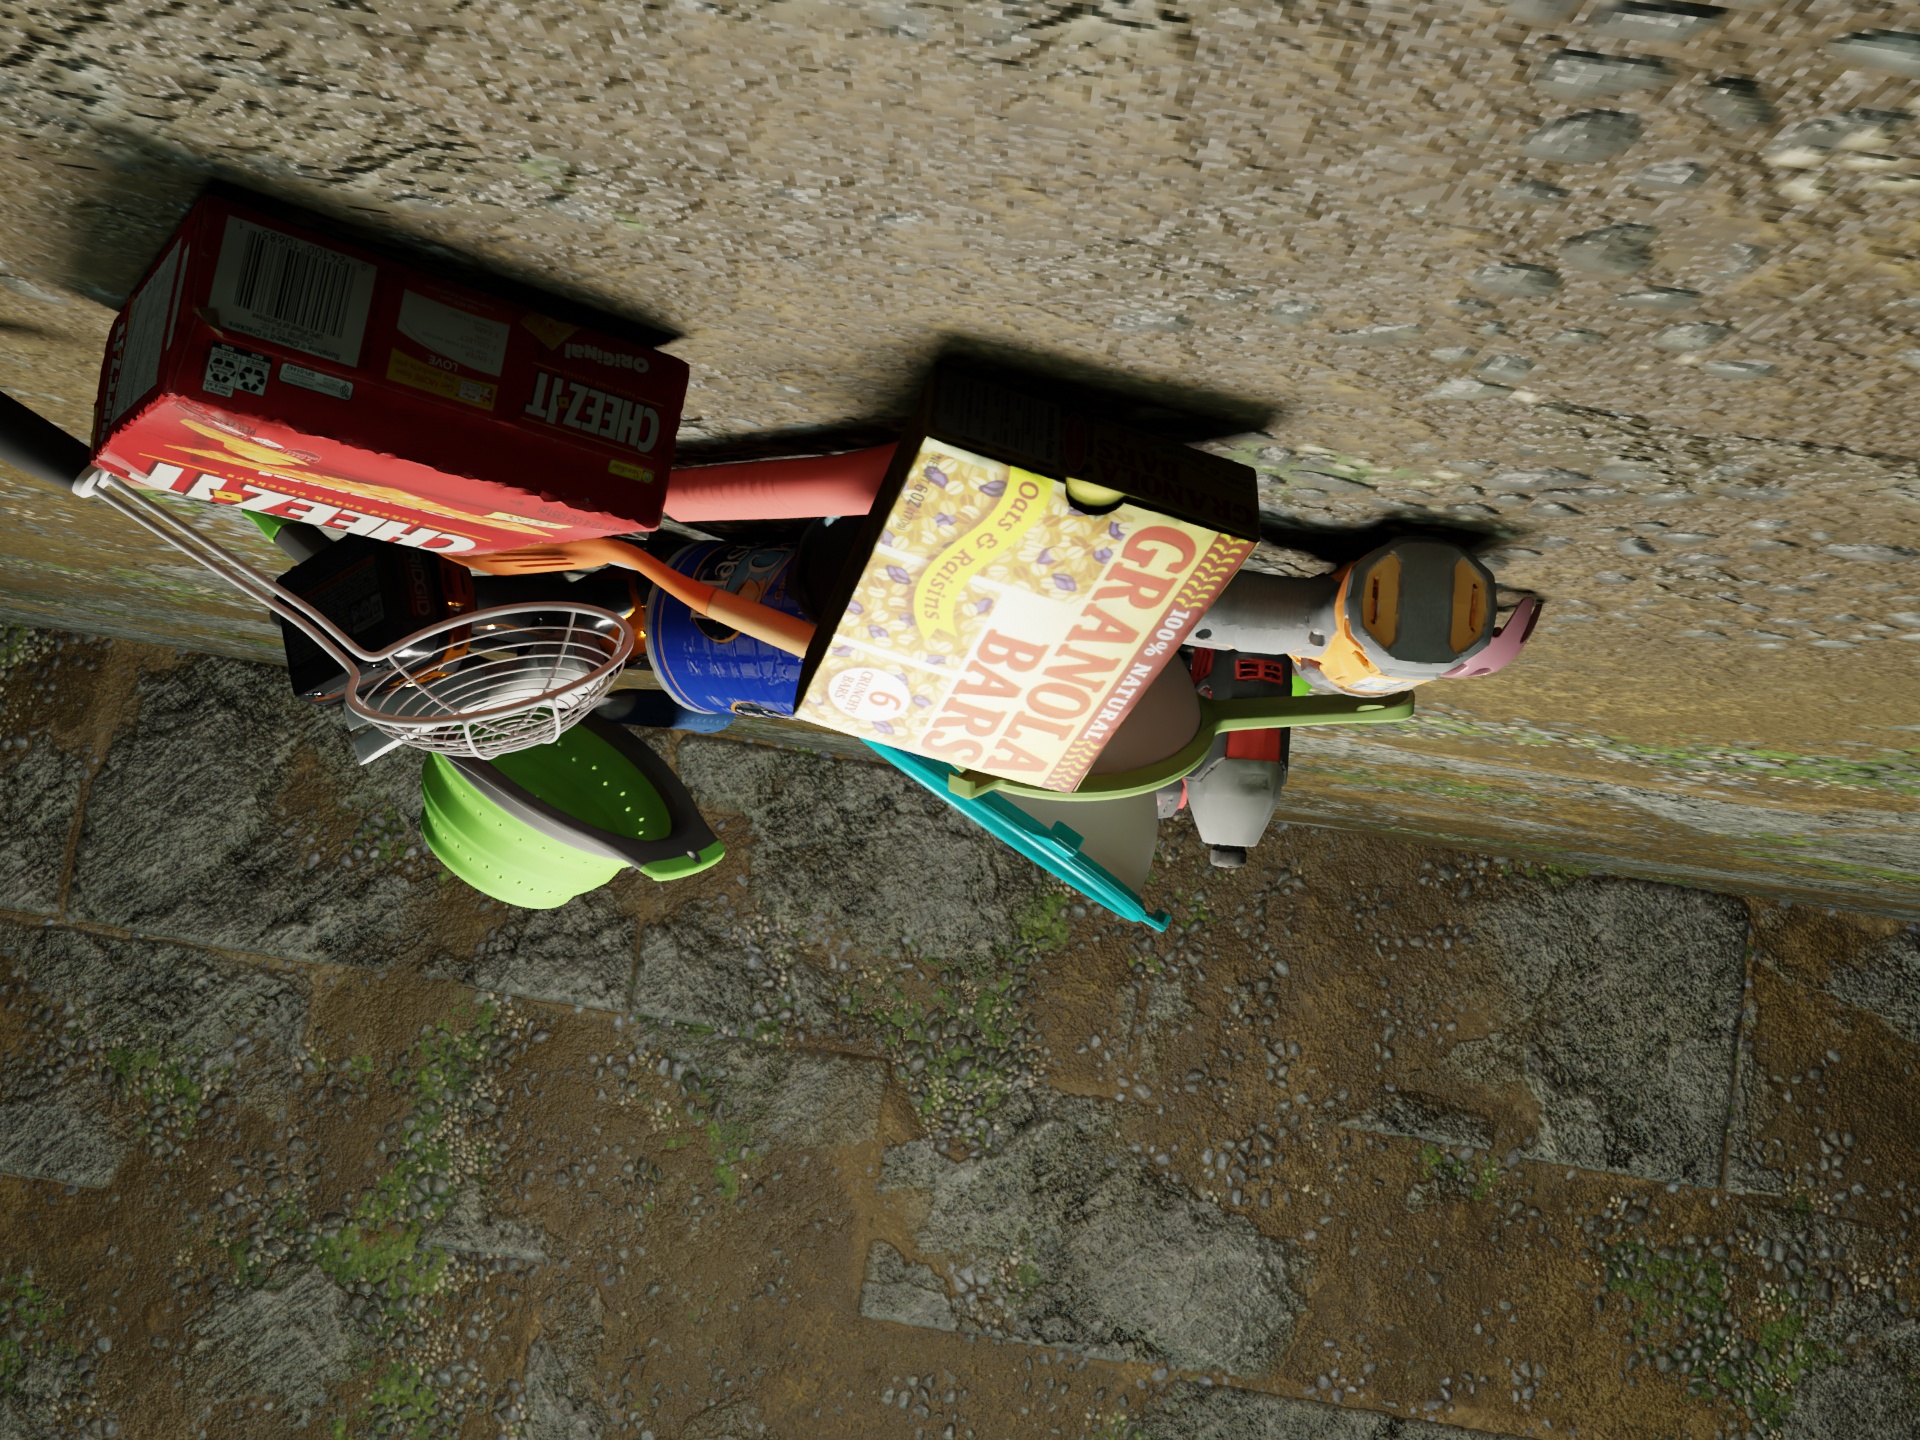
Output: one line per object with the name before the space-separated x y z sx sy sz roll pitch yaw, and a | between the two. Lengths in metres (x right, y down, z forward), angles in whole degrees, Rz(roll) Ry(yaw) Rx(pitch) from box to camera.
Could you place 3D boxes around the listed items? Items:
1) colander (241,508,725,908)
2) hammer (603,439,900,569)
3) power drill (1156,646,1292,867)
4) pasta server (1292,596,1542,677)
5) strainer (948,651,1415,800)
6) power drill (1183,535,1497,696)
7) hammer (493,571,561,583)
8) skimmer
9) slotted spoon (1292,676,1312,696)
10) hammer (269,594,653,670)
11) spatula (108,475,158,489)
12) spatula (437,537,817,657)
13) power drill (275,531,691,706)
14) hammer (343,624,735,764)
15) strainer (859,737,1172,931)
colander | -0.340 0.004 1.041 0.397 0.094 0.204 38 -168 10
hammer | -0.108 -0.102 0.733 0.359 0.037 0.149 5 173 44
power drill | 0.143 0.017 1.021 0.078 0.143 0.220 4 178 -15
pasta server | 0.222 -0.042 0.892 0.060 0.040 0.316 10 179 -10
strainer | 0.112 -0.025 0.836 0.256 0.069 0.152 -3 -152 1
power drill | 0.110 -0.048 0.736 0.226 0.084 0.185 4 176 1
hammer | -0.290 -0.093 1.146 0.143 0.038 0.386 8 175 -6
skimmer | -0.322 -0.096 0.707 0.363 0.090 0.127 33 -152 -7
slotted spoon | 0.171 -0.021 1.198 0.070 0.031 0.314 9 177 -17
hammer | -0.324 -0.058 1.177 0.335 0.035 0.146 5 174 15
spatula | -0.396 -0.139 0.927 0.316 0.018 0.059 6 175 25
spatula | -0.104 -0.041 0.787 0.322 0.041 0.081 22 176 6
power drill | -0.273 -0.057 0.933 0.164 0.084 0.226 -18 171 38
hammer | -0.223 -0.010 0.985 0.144 0.035 0.405 -16 177 8
strainer | -0.002 -0.003 0.997 0.341 0.095 0.210 33 175 31
